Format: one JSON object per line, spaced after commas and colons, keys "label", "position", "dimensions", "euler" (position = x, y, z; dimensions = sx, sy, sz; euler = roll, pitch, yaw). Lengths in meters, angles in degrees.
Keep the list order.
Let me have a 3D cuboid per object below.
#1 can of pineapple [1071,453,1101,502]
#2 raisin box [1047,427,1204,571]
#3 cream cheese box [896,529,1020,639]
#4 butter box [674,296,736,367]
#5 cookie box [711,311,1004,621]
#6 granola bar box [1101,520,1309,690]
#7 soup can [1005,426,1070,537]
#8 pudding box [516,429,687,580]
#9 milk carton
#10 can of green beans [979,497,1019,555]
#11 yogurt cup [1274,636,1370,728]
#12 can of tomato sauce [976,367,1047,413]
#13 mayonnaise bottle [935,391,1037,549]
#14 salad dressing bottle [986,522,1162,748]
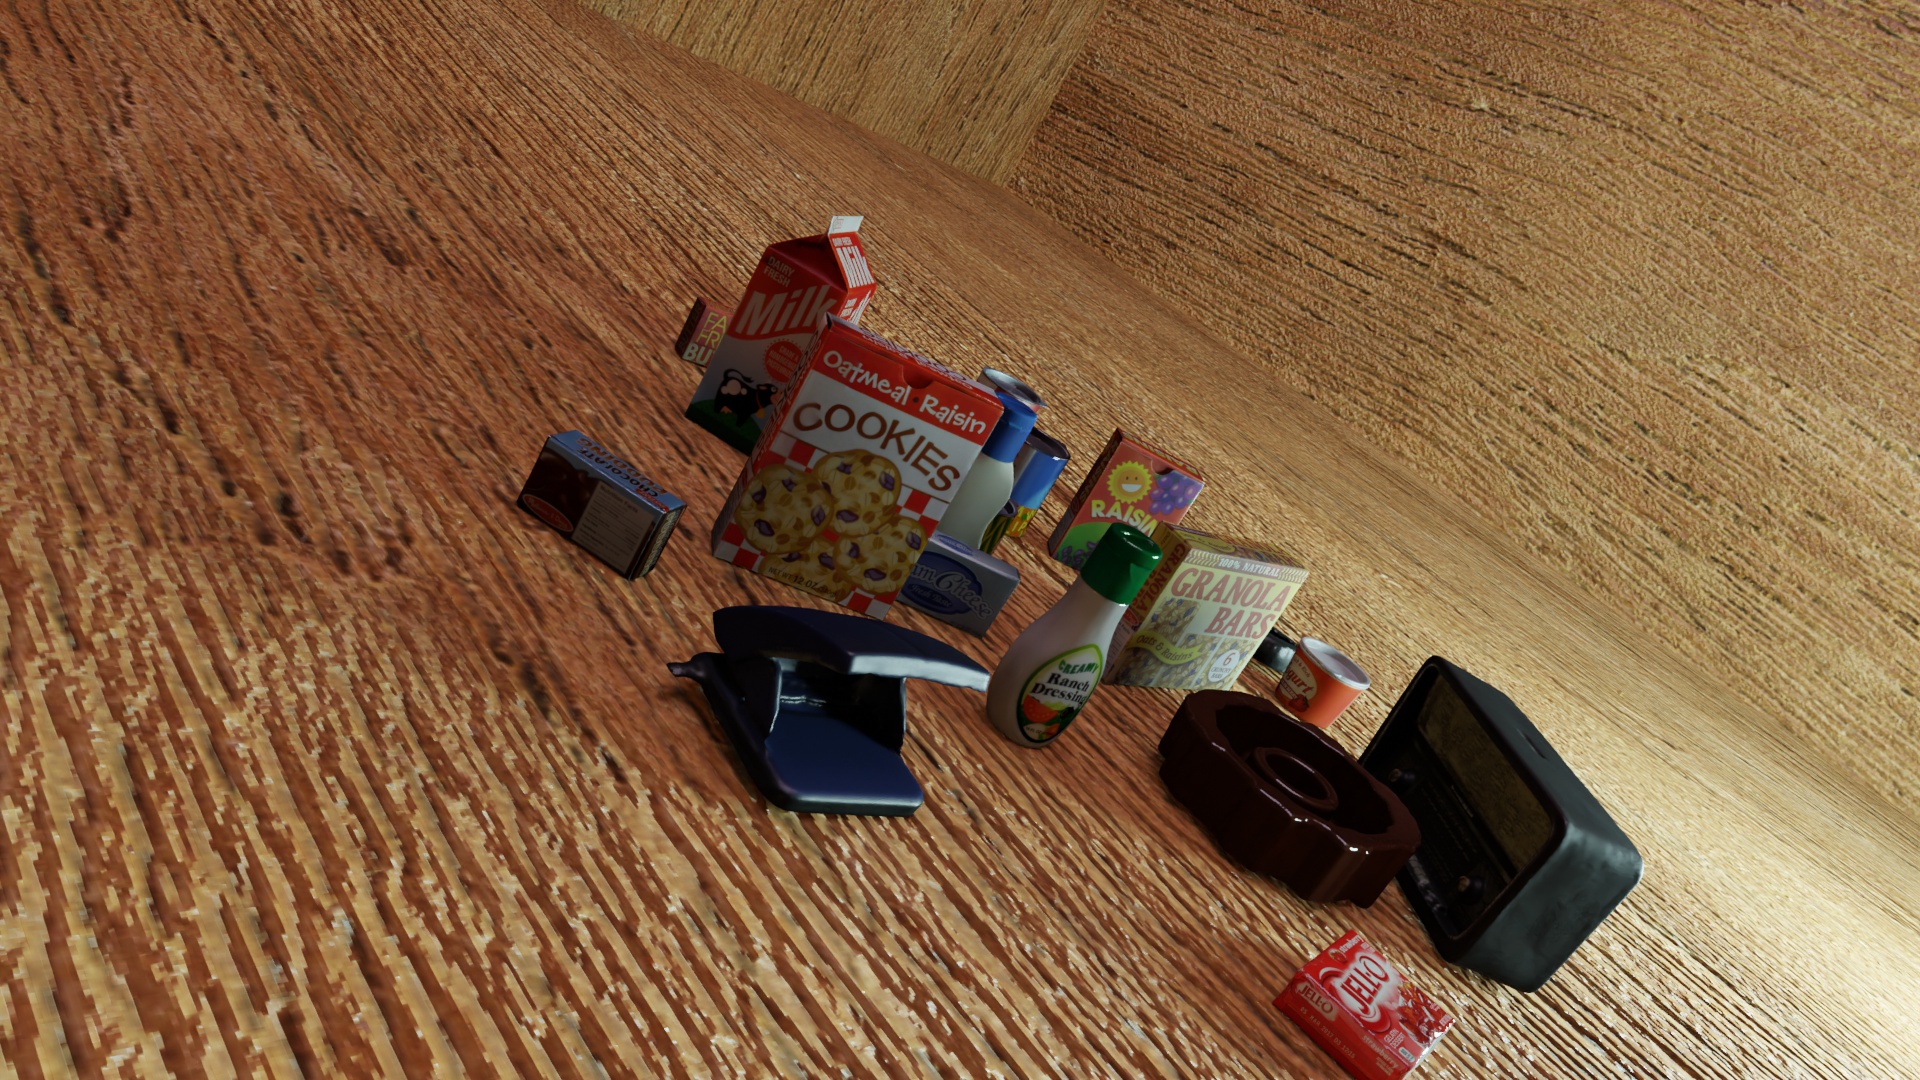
{"label": "can of pineapple", "position": [0.150, -0.045, 1.371], "dimensions": [0.071, 0.057, 0.071], "euler": [27, 19, -10]}
{"label": "raisin box", "position": [0.142, -0.024, 1.207], "dimensions": [0.086, 0.123, 0.040], "euler": [27, 19, -12]}
{"label": "cream cheese box", "position": [-0.016, 0.023, 0.958], "dimensions": [0.104, 0.053, 0.024], "euler": [26, 19, -14]}
{"label": "butter box", "position": [-0.187, -0.167, 1.188], "dimensions": [0.103, 0.053, 0.024], "euler": [17, 22, -34]}
{"label": "cookie box", "position": [-0.066, -0.044, 0.878], "dimensions": [0.123, 0.167, 0.040], "euler": [23, 20, -21]}
{"label": "granola bar box", "position": [0.179, 0.054, 1.062], "dimensions": [0.166, 0.123, 0.039], "euler": [10, 27, -46]}
{"label": "soup can", "position": [0.048, -0.054, 1.203], "dimensions": [0.071, 0.083, 0.071], "euler": [27, 19, -10]}
{"label": "pudding box", "position": [-0.206, -0.021, 0.796], "dimensions": [0.084, 0.049, 0.030], "euler": [33, 18, 7]}
{"label": "milk carton", "position": [-0.127, -0.161, 1.049], "dimensions": [0.073, 0.190, 0.072], "euler": [32, 18, 4]}
{"label": "can of green beans", "position": [0.002, -0.014, 1.074], "dimensions": [0.071, 0.057, 0.071], "euler": [27, 19, -10]}
{"label": "yogurt cup", "position": [0.305, 0.123, 1.183], "dimensions": [0.072, 0.053, 0.072], "euler": [27, 19, -10]}
{"label": "can of tomato sauce", "position": [0.032, -0.113, 1.330], "dimensions": [0.071, 0.082, 0.071], "euler": [27, 19, -10]}
{"label": "mayonnaise bottle", "position": [0.004, -0.034, 0.988], "dimensions": [0.065, 0.147, 0.041], "euler": [23, 20, -21]}
{"label": "salad dressing bottle", "position": [0.070, 0.058, 0.853], "dimensions": [0.064, 0.147, 0.044], "euler": [18, 22, -34]}
